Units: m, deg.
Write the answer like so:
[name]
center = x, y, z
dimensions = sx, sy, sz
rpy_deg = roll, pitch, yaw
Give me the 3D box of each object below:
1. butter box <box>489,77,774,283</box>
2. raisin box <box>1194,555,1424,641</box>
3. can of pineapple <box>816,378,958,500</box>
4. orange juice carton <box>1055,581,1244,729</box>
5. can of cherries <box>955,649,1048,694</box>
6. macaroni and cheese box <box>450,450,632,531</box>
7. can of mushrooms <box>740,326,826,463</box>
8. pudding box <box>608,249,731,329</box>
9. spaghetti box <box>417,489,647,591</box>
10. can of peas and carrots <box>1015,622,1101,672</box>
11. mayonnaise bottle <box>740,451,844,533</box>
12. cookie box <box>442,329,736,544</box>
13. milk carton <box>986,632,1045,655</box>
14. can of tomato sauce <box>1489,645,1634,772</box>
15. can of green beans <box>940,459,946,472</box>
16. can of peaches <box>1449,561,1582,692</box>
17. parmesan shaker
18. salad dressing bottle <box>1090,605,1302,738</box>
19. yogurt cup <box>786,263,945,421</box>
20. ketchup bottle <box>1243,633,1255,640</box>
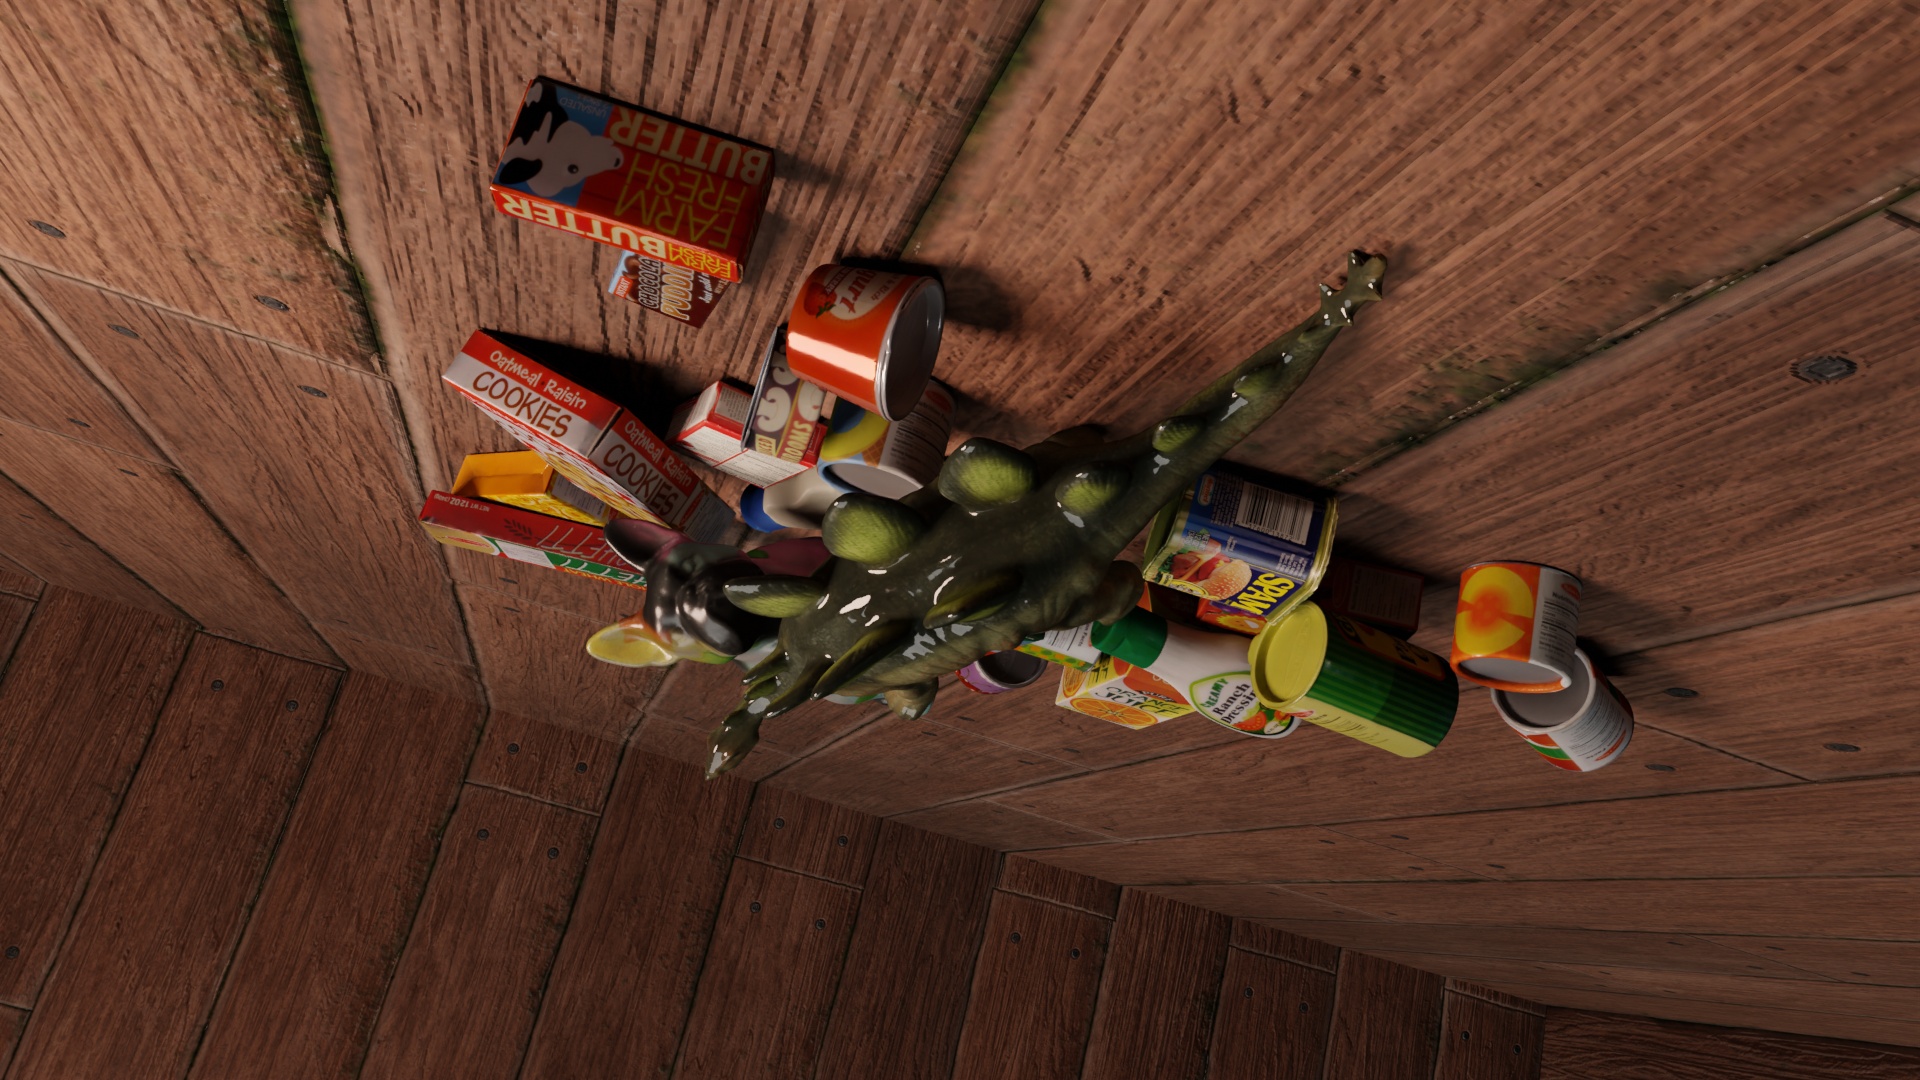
[butter box]
center = -0.131, -0.145, 0.563
dimensions = 0.103, 0.053, 0.024
rpy_deg = 16, 164, -6
[raisin box]
center = 0.216, 0.038, 0.871
dimensions = 0.123, 0.040, 0.086
rpy_deg = 13, 163, 6
[can of pineapple]
center = -0.041, -0.055, 0.756
dimensions = 0.071, 0.058, 0.070
rpy_deg = 13, 162, 4
[orange juice carton]
center = 0.139, 0.083, 1.011
dimensions = 0.072, 0.073, 0.192
rpy_deg = 18, 161, -10
[can of cherries]
center = 0.029, 0.089, 1.128
dimensions = 0.071, 0.071, 0.058
rpy_deg = 19, 162, -15
[macaroni and cheese box]
center = -0.295, -0.018, 1.098
dimensions = 0.123, 0.040, 0.166
rpy_deg = 0, 157, 38
[can of mushrooms]
center = -0.090, -0.073, 0.721
dimensions = 0.033, 0.071, 0.071
rpy_deg = 17, 162, -13
[pudding box]
center = -0.129, -0.132, 0.639
dimensions = 0.049, 0.030, 0.083
rpy_deg = 21, 161, -18
[spaghetti box]
center = -0.280, 0.010, 1.053
dimensions = 0.250, 0.029, 0.050
rpy_deg = 13, 161, 2
[can of peas and carrots]
center = 0.071, 0.054, 0.990
dimensions = 0.059, 0.071, 0.070
rpy_deg = 18, 162, -10
[mayonnaise bottle]
center = -0.094, -0.030, 0.904
dimensions = 0.065, 0.041, 0.148
rpy_deg = 19, 164, -34
[cookie box]
center = -0.228, -0.058, 0.873
dimensions = 0.123, 0.040, 0.167
rpy_deg = 27, 168, 23
[milk carton]
center = -0.005, 0.039, 0.990
dimensions = 0.072, 0.073, 0.190
rpy_deg = 20, 162, -19
[can of tomato sauce]
center = 0.387, 0.105, 0.899
dimensions = 0.071, 0.071, 0.083
rpy_deg = -2, 155, 41
[can of green beans]
center = 0.002, -0.010, 0.846
dimensions = 0.058, 0.071, 0.071
rpy_deg = 19, 162, -14
[can of peaches]
center = 0.317, 0.051, 0.799
dimensions = 0.071, 0.058, 0.071
rpy_deg = 13, 162, 4
[parmesan shaker]
center = 0.231, 0.082, 0.819
dimensions = 0.103, 0.071, 0.071
rpy_deg = 21, 161, -22
[salad dressing bottle]
center = 0.156, 0.081, 0.908
dimensions = 0.147, 0.044, 0.064
rpy_deg = 25, 129, -14
[yogurt cup]
center = -0.044, -0.094, 0.636
dimensions = 0.054, 0.072, 0.072
rpy_deg = 18, 163, 15
[ketchup bottle]
center = 0.221, 0.080, 0.986
dimensions = 0.065, 0.043, 0.148
rpy_deg = 21, 161, -16
